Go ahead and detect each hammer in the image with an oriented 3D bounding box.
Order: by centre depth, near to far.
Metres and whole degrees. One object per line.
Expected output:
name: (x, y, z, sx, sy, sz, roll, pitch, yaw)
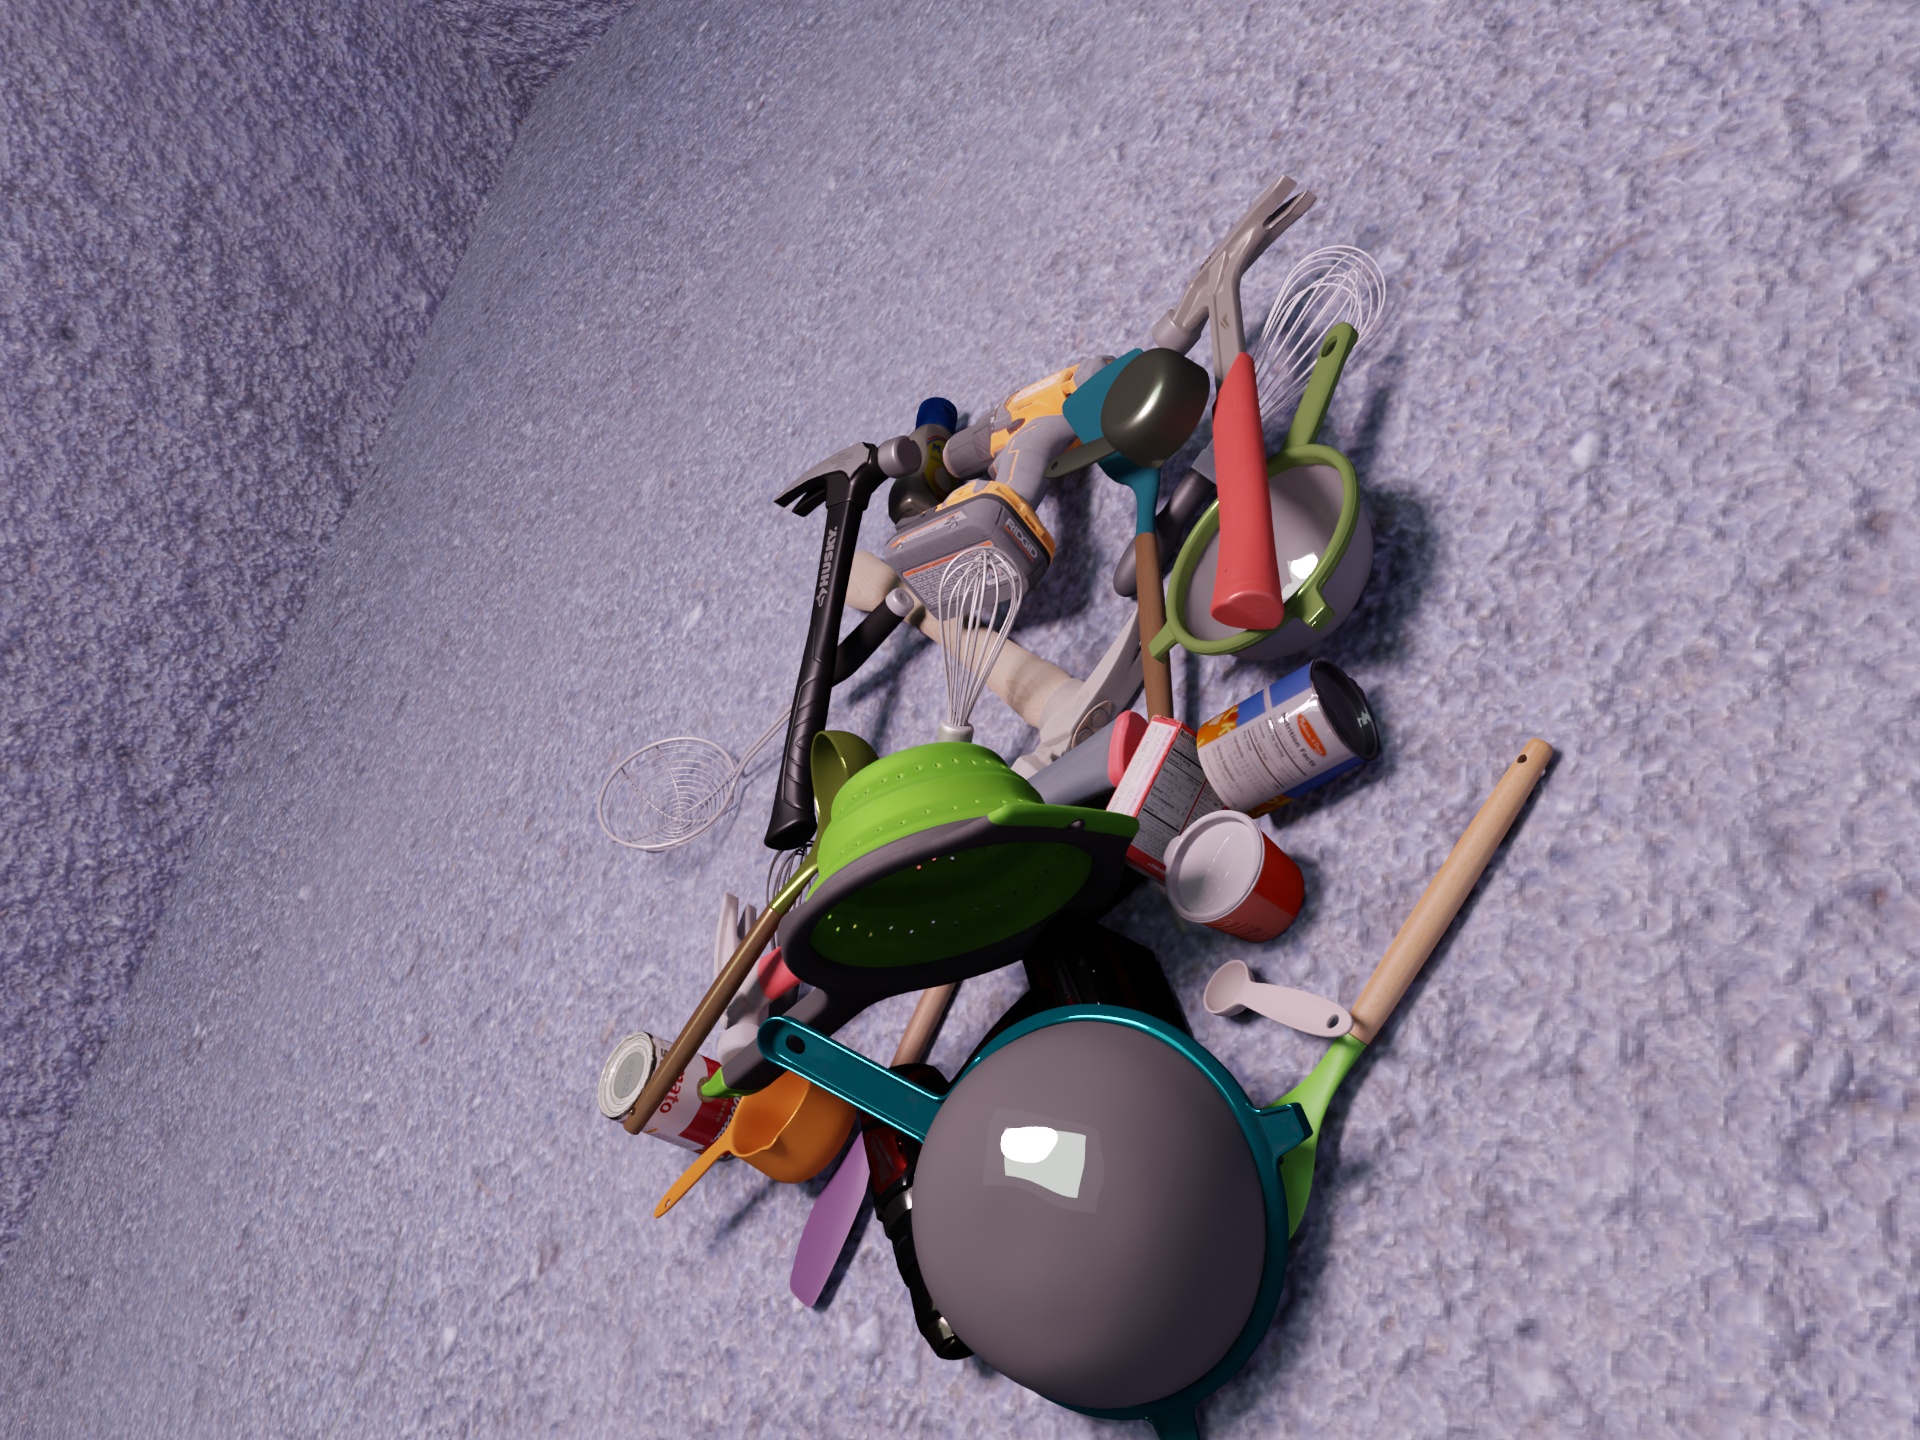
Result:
hammer: (0.181, -0.198, 1.009, 0.149, 0.036, 0.359, -46, 28, 40)
hammer: (-0.029, 0.095, 1.080, 0.386, 0.038, 0.143, -35, 40, 26)
hammer: (0.006, -0.075, 1.248, 0.146, 0.038, 0.411, -55, 34, 1)
hammer: (-0.114, -0.061, 1.263, 0.146, 0.035, 0.335, -9, 66, 44)

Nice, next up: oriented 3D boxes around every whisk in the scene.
whisk: (0.192, -0.204, 1.105, 0.284, 0.070, 0.070, -54, 34, 13)
whisk: (-0.002, -0.004, 1.116, 0.058, 0.059, 0.246, -121, 39, -67)
whisk: (-0.130, 0.200, 1.196, 0.055, 0.055, 0.239, -19, 55, 42)

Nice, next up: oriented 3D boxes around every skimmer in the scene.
skimmer: (-0.180, -0.007, 1.347, 0.363, 0.090, 0.127, -42, 36, 34)

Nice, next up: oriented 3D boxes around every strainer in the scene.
strainer: (0.000, 0.233, 0.838, 0.341, 0.095, 0.211, 20, 95, 32)
strainer: (0.222, -0.136, 1.005, 0.151, 0.069, 0.256, -12, 49, 55)

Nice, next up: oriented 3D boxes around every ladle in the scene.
ladle: (-0.151, 0.148, 1.099, 0.320, 0.062, 0.078, -56, 32, 2)

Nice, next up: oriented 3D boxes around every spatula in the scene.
spatula: (0.118, -0.105, 1.071, 0.082, 0.044, 0.318, -30, 50, 40)
spatula: (-0.042, 0.239, 1.075, 0.060, 0.018, 0.316, 7, 69, 63)

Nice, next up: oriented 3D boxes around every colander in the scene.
colander: (-0.061, 0.121, 0.987, 0.397, 0.204, 0.095, -43, 52, 38)

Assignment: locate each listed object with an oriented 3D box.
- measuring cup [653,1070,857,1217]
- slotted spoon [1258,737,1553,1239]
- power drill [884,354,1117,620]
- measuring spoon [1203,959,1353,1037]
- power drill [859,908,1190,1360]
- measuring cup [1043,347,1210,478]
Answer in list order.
measuring cup: (-0.141, 0.302, 1.104, 0.173, 0.052, 0.095, -45, 22, 15)
slotted spoon: (0.217, 0.142, 0.827, 0.314, 0.031, 0.070, -56, 31, -1)
power drill: (0.025, -0.181, 1.241, 0.185, 0.084, 0.226, -15, 36, 44)
measuring spoon: (0.174, 0.156, 0.858, 0.034, 0.018, 0.124, -58, 22, -12)
power drill: (0.032, 0.242, 0.934, 0.226, 0.080, 0.188, -45, 36, 22)
measuring cup: (0.098, -0.200, 1.077, 0.167, 0.038, 0.083, -17, 52, 53)
